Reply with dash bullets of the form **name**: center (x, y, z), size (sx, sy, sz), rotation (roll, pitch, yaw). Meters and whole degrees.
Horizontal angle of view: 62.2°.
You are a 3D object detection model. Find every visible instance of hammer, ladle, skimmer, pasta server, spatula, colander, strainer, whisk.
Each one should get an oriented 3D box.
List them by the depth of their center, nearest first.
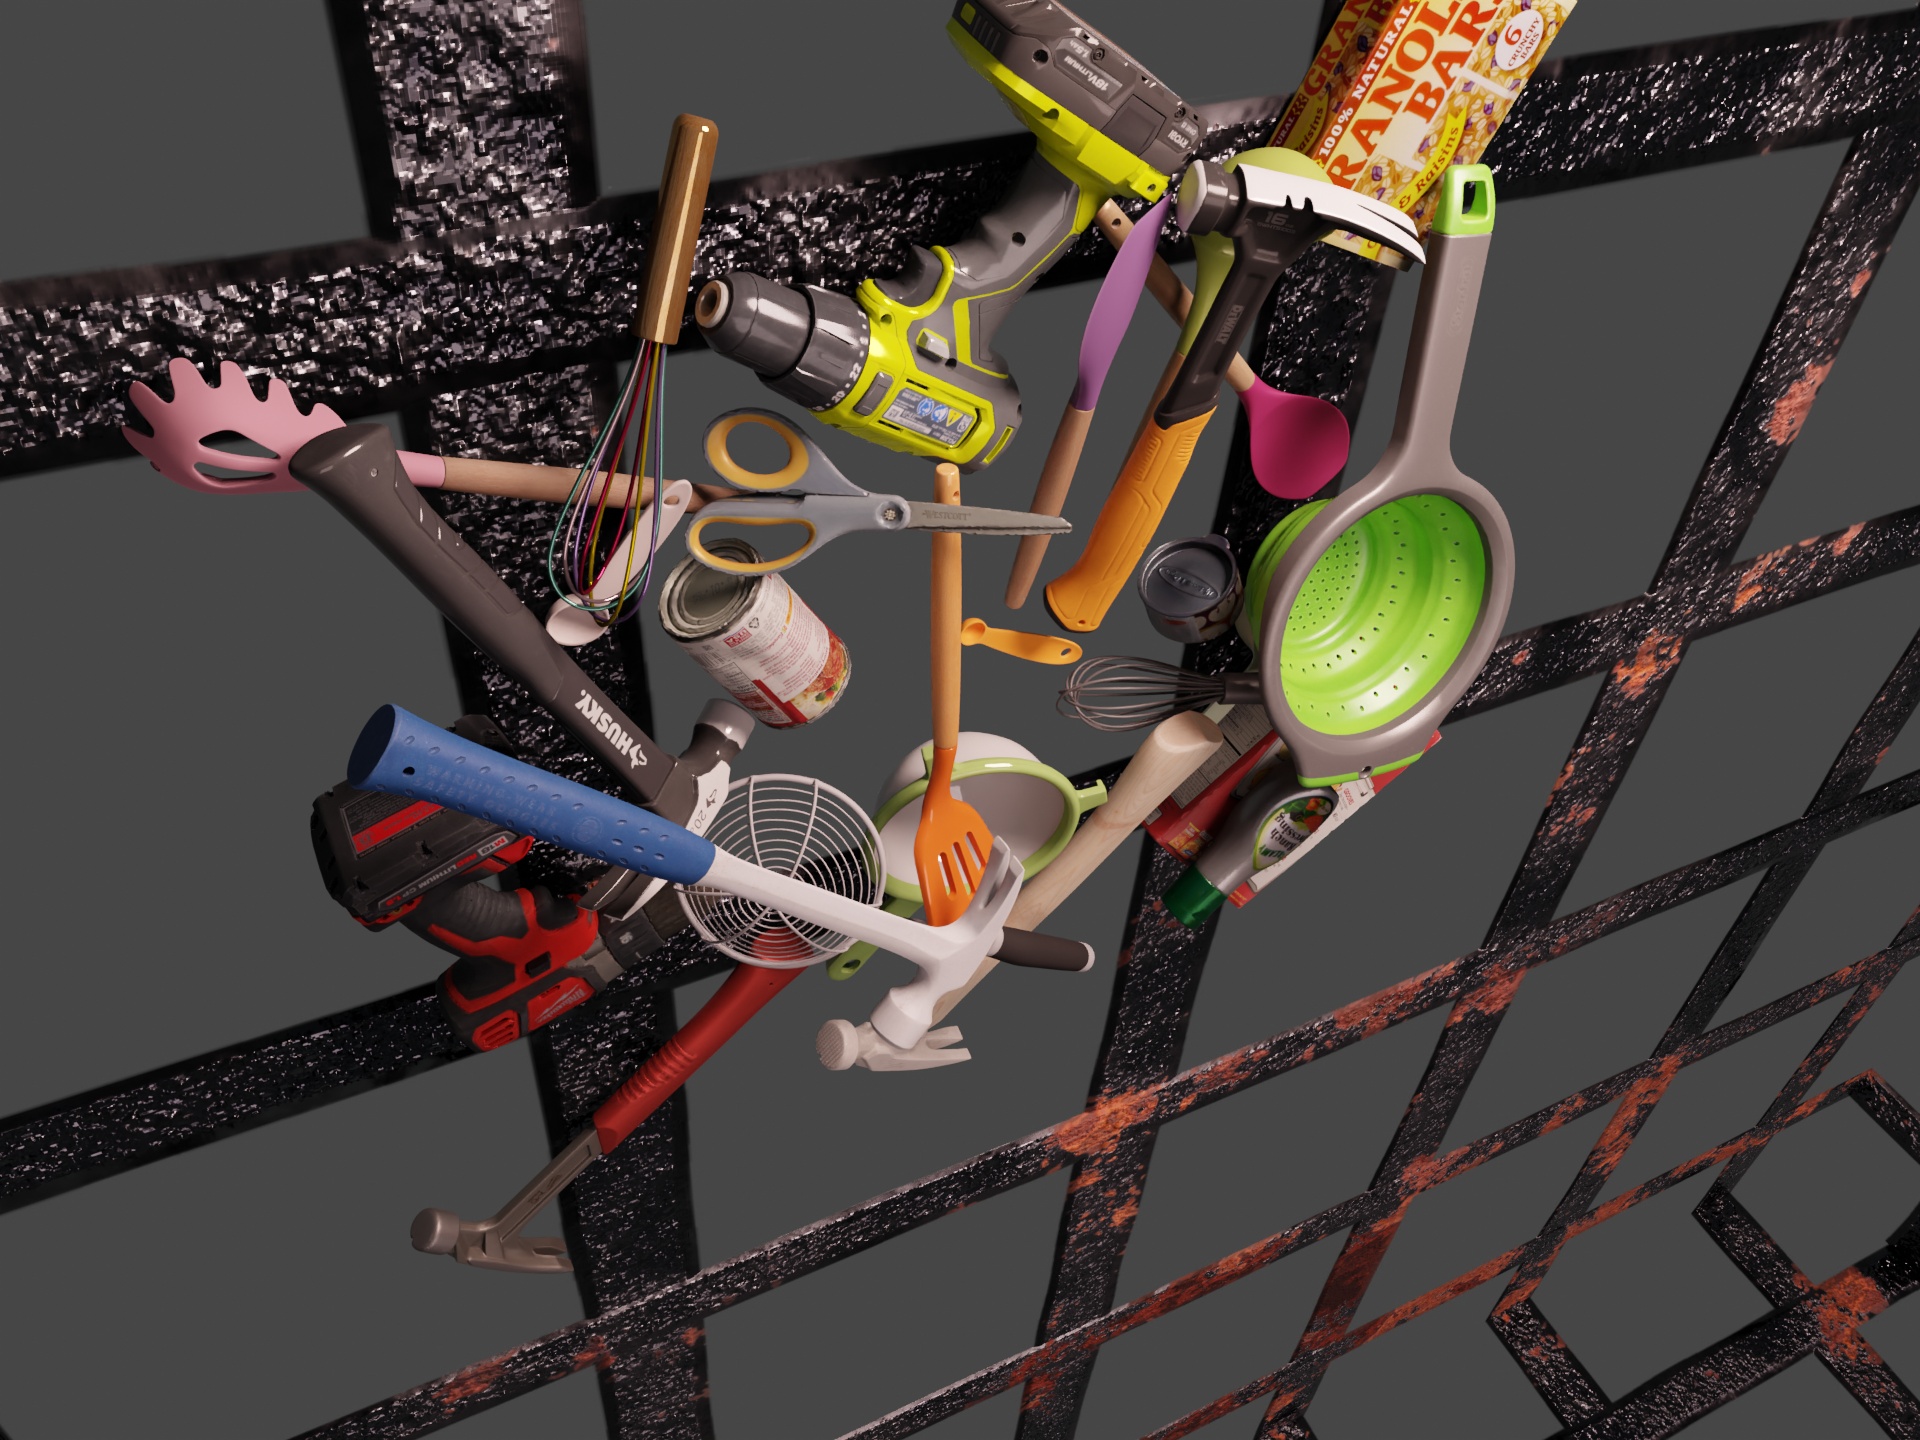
- **whisk**: center (-0.152, -0.160, 0.752), size (0.051, 0.047, 0.245), rotation (14, 109, -6)
- **pasta server**: center (-0.231, -0.123, 0.777), size (0.316, 0.040, 0.060), rotation (0, 130, -40)
- **hammer**: center (-0.216, -0.025, 0.801), size (0.146, 0.035, 0.334), rotation (-64, 147, -23)
- **hammer**: center (-0.127, 0.075, 0.852), size (0.405, 0.035, 0.144), rotation (27, 105, -41)
- **spatula**: center (0.061, -0.159, 0.887), size (0.060, 0.018, 0.315), rotation (-48, 167, -31)
- **hammer**: center (0.126, -0.160, 0.900), size (0.127, 0.034, 0.336), rotation (7, 143, -15)
- **ladle**: center (0.125, -0.184, 0.919), size (0.078, 0.062, 0.320), rotation (3, 138, -19)
- **spatula**: center (-0.001, -0.003, 0.936), size (0.081, 0.041, 0.322), rotation (-35, 140, -37)
- **colander**: center (0.261, -0.153, 1.014), size (0.204, 0.095, 0.396), rotation (-11, 121, -25)
- **skimmer**: center (-0.032, 0.121, 1.061), size (0.363, 0.090, 0.127), rotation (20, 110, -51)
- **strainer**: center (-0.028, 0.088, 1.106), size (0.151, 0.069, 0.256), rotation (14, 133, -34)
- **whisk**: center (0.182, -0.020, 1.108), size (0.239, 0.055, 0.055), rotation (-1, 132, -12)
- **hammer**: center (-0.235, 0.284, 1.172), size (0.359, 0.037, 0.149), rotation (-44, 140, 11)
- **hammer**: center (0.057, 0.139, 1.184), size (0.146, 0.038, 0.410), rotation (9, 133, -42)

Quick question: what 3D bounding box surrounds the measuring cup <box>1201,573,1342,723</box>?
- **measuring cup**: center (0.204, -0.048, 1.150), size (0.083, 0.038, 0.167), rotation (18, 120, -44)

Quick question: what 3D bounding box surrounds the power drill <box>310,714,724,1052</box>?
- **power drill**: center (-0.253, 0.096, 0.942), size (0.188, 0.080, 0.226), rotation (-29, 143, -7)

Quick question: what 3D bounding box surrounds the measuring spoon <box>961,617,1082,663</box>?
- **measuring spoon**: center (0.040, -0.053, 1.052), size (0.116, 0.011, 0.021), rotation (9, 124, -45)

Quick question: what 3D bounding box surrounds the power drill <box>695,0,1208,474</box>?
- **power drill**: center (-0.006, -0.238, 0.780), size (0.190, 0.080, 0.228), rotation (14, 123, -44)

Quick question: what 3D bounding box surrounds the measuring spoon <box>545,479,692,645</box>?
- **measuring spoon**: center (-0.180, -0.086, 0.841), size (0.034, 0.018, 0.124), rotation (16, 128, -45)

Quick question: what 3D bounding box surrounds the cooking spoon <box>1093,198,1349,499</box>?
- **cooking spoon**: center (0.160, -0.219, 0.961), size (0.068, 0.017, 0.318), rotation (-43, 141, 13)
